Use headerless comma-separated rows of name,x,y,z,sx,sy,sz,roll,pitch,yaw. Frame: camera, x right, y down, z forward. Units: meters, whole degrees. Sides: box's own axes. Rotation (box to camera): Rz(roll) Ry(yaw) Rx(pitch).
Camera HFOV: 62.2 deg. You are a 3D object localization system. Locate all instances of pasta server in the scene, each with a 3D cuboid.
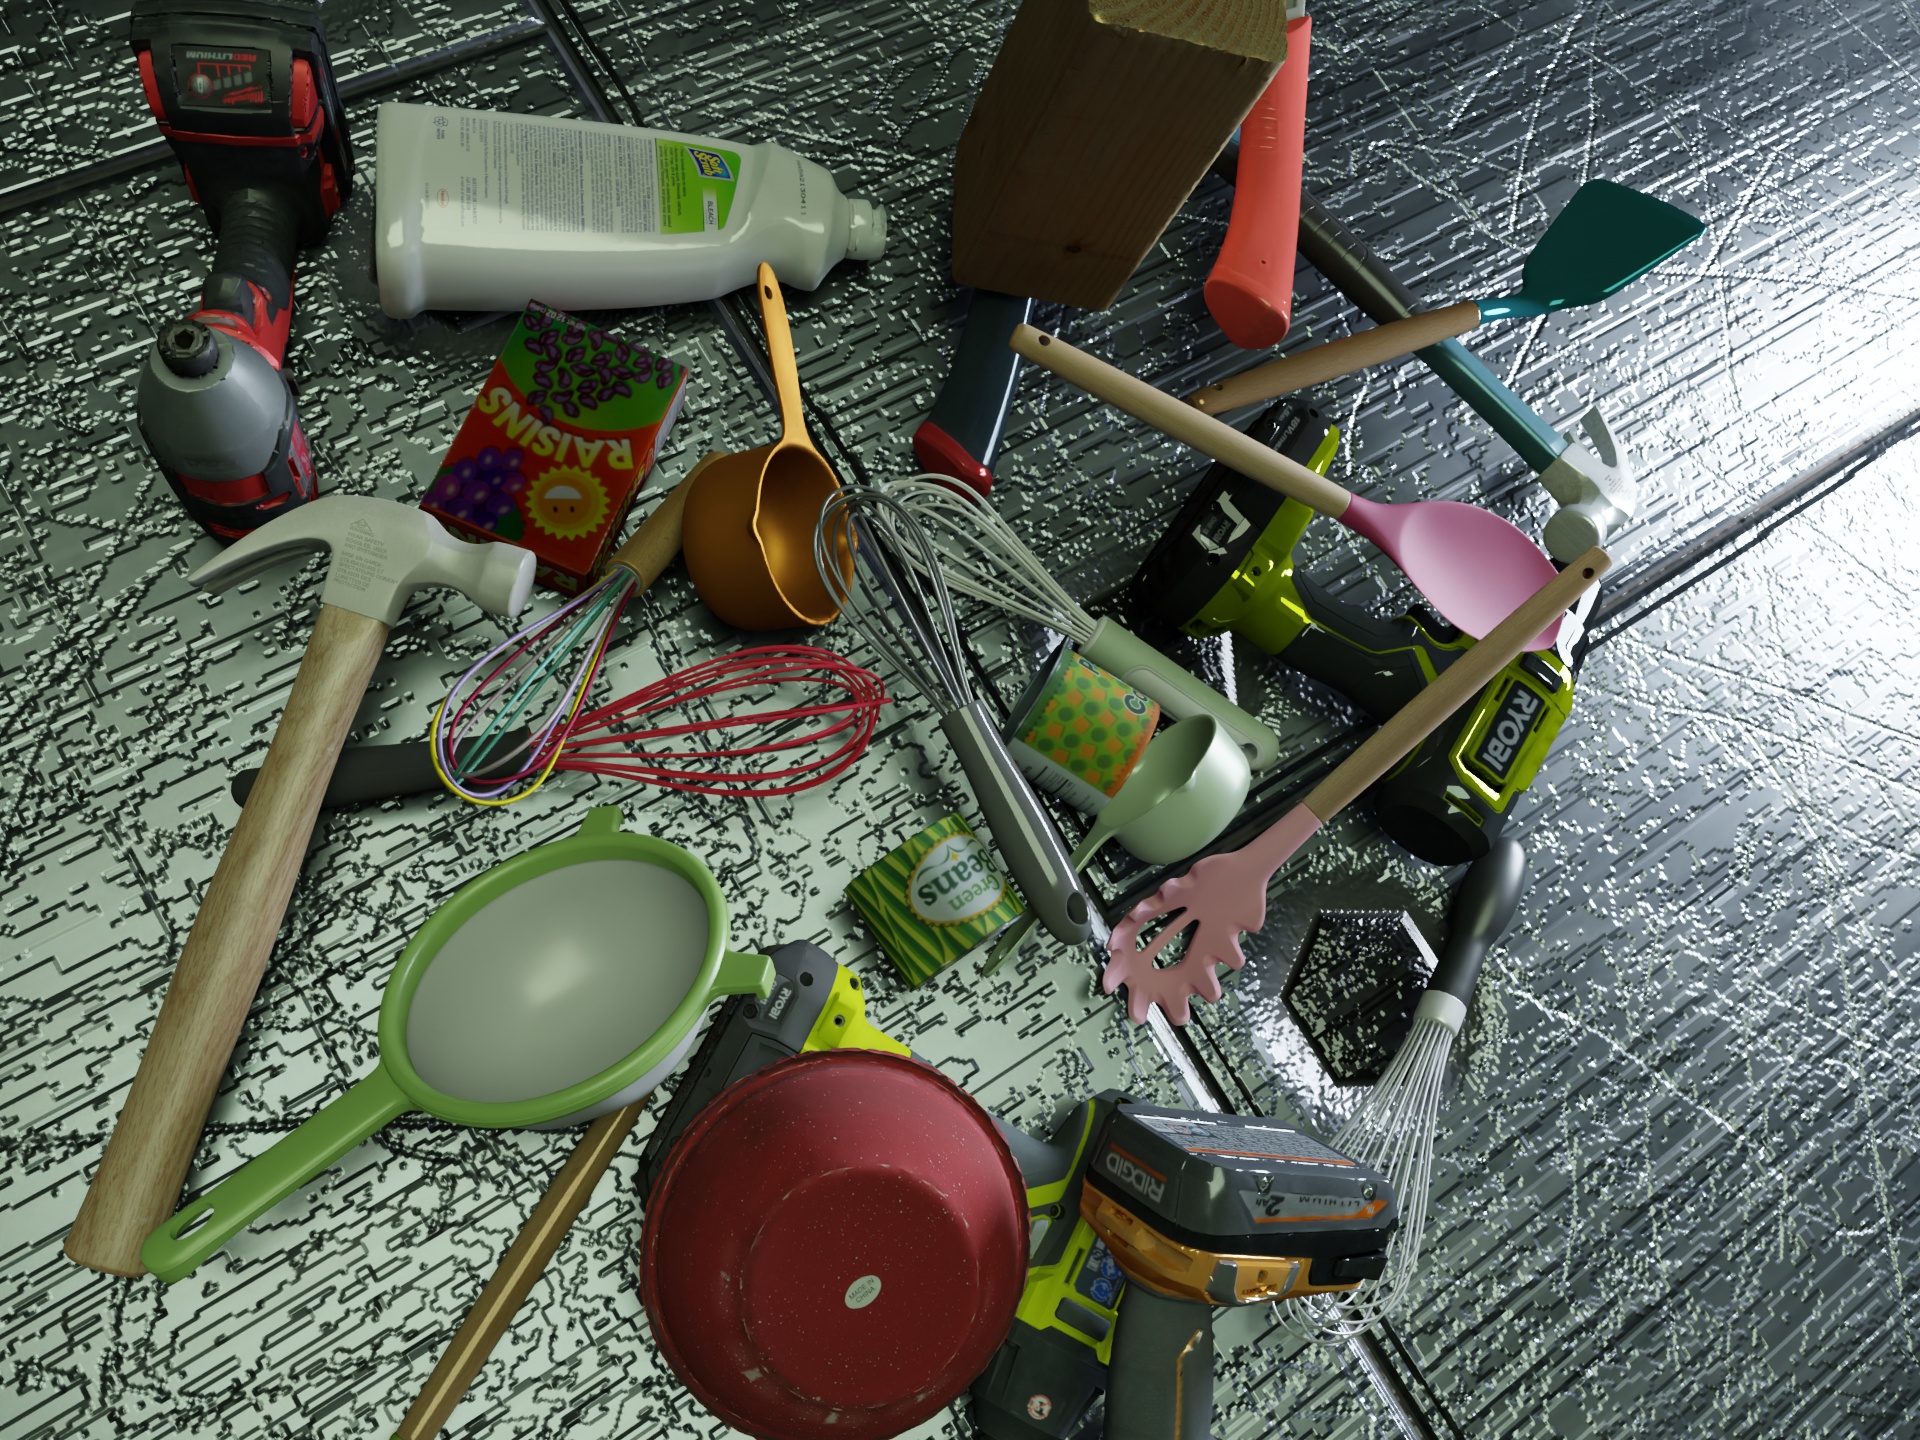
pasta server,0.191,0.028,0.764,0.316,0.040,0.060,-42,96,4

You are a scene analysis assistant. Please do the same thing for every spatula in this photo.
spatula,0.250,-0.218,0.837,0.317,0.044,0.082,-22,45,-22

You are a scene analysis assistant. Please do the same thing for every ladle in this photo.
ladle,-0.206,0.266,0.641,0.078,0.062,0.320,32,66,-2

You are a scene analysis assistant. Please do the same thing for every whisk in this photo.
whisk,-0.176,0.012,0.726,0.295,0.073,0.073,-8,76,-11
whisk,-0.161,-0.048,0.721,0.047,0.051,0.245,28,47,1
whisk,0.223,0.172,0.781,0.070,0.070,0.285,33,63,-3
whisk,0.061,-0.047,0.809,0.246,0.057,0.059,34,38,-7
whisk,-0.001,-0.002,0.738,0.055,0.055,0.239,-27,86,-20

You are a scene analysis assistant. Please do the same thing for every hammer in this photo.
hammer,0.053,-0.293,0.885,0.143,0.038,0.386,16,70,-11
hammer,0.186,-0.358,0.894,0.149,0.036,0.359,14,64,-12
hammer,-0.295,0.062,0.663,0.130,0.031,0.331,18,80,-2
hammer,0.252,-0.227,0.899,0.331,0.033,0.128,47,41,9

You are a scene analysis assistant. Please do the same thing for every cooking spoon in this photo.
cooking spoon,0.166,-0.117,0.783,0.318,0.017,0.069,25,72,-12

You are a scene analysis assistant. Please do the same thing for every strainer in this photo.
strainer,-0.201,0.152,0.654,0.256,0.069,0.152,-36,44,-20

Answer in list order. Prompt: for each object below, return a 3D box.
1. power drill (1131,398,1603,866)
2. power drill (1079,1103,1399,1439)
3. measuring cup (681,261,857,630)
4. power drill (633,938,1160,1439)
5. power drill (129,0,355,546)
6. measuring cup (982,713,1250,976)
power drill,0.224,-0.061,0.838,0.228,0.080,0.190,37,69,-4
power drill,0.109,0.284,0.660,0.185,0.084,0.226,14,92,-32
measuring cup,-0.100,-0.127,0.759,0.052,0.095,0.173,-9,89,25
power drill,-0.021,0.210,0.694,0.223,0.080,0.171,30,73,-7
power drill,-0.322,-0.201,0.707,0.078,0.143,0.220,-1,72,-12
measuring cup,0.077,0.070,0.773,0.038,0.083,0.167,43,84,-14
